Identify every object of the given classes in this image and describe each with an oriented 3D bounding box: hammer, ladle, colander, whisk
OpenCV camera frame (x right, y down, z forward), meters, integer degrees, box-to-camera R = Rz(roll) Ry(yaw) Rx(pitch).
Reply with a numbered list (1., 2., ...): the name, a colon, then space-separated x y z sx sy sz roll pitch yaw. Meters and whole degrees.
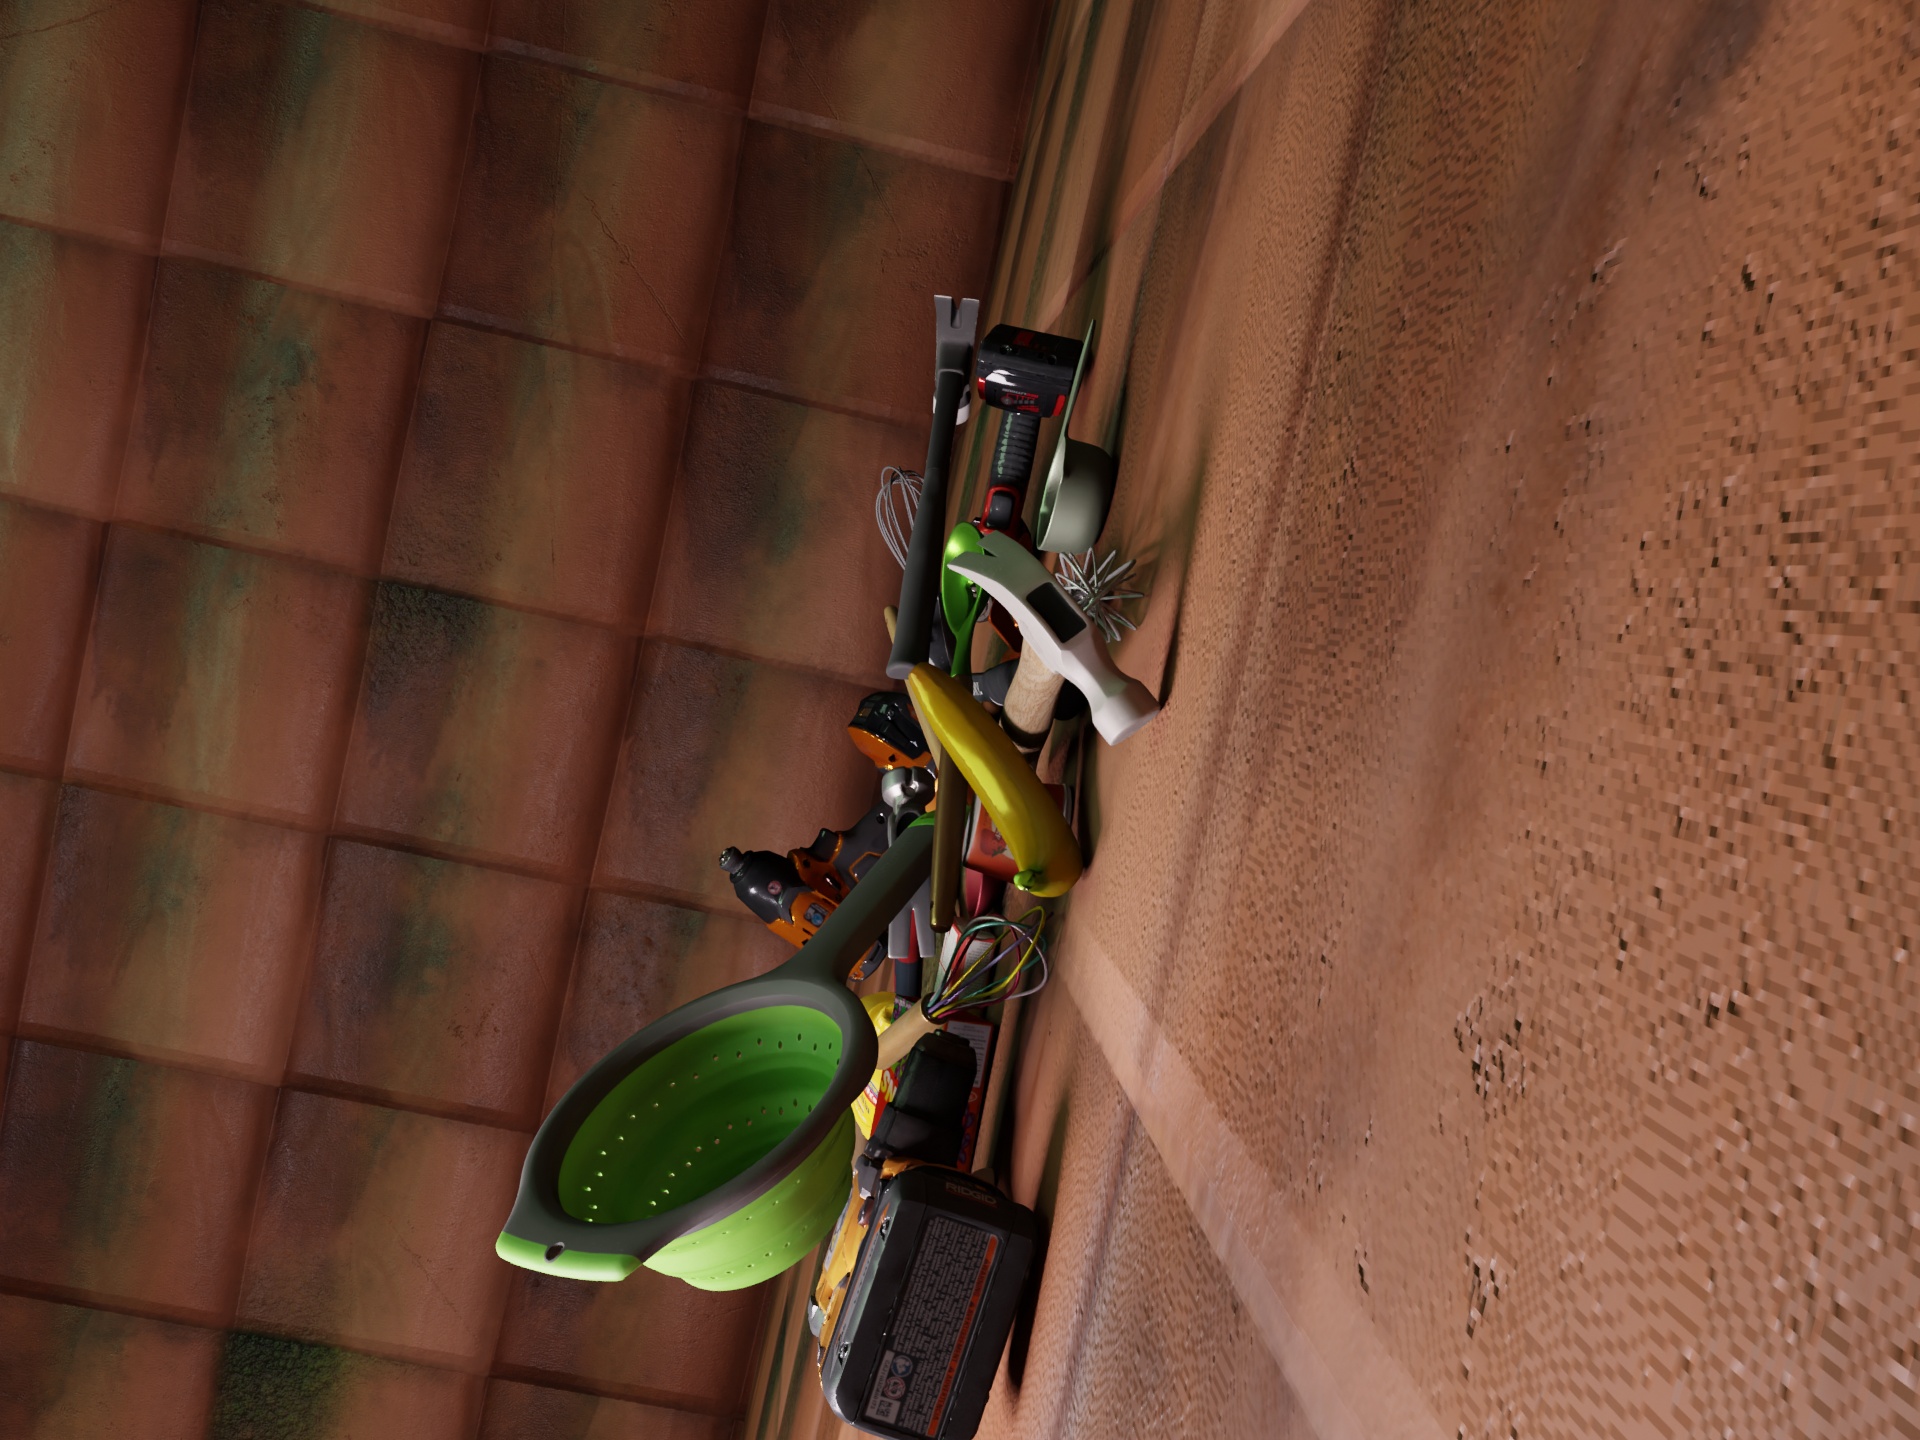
1. hammer: 0.023 -0.030 1.148 0.409 0.036 0.149 -179 67 -80
2. ladle: -0.017 0.021 1.231 0.069 0.031 0.316 105 154 -45
3. colander: -0.085 0.193 0.917 0.397 0.204 0.094 -48 -59 -43
4. whisk: -0.008 0.170 0.962 0.245 0.051 0.047 131 138 -52
5. whisk: -0.027 -0.102 1.348 0.055 0.055 0.238 -91 -12 -69
6. hammer: -0.041 0.193 1.253 0.386 0.038 0.143 94 175 -58
7. hammer: -0.020 -0.173 1.209 0.146 0.035 0.335 95 -178 -58
8. whisk: 0.070 -0.070 0.936 0.059 0.058 0.246 -43 2 1
9. hammer: 0.039 -0.012 0.901 0.031 0.130 0.331 -35 -10 -10

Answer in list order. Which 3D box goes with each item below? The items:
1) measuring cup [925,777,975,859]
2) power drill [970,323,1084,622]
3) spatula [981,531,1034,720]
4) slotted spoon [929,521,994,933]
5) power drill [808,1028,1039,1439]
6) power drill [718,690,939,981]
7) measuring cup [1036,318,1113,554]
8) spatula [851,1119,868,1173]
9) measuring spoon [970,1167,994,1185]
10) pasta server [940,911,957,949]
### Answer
1. measuring cup: -0.034 0.116 1.300 0.173 0.052 0.095 -56 3 13
2. power drill: 0.038 -0.198 1.313 0.188 0.080 0.226 -69 -9 -66
3. spatula: 0.030 -0.045 1.320 0.322 0.041 0.081 111 -178 -67
4. slotted spoon: -0.002 -0.003 1.010 0.070 0.031 0.314 124 157 -48
5. power drill: -0.021 0.264 0.846 0.226 0.084 0.185 148 141 -80
6. power drill: -0.092 0.088 1.358 0.226 0.164 0.084 -58 20 -10
7. measuring cup: 0.087 -0.190 1.068 0.083 0.038 0.168 124 160 -76
8. spatula: -0.075 0.394 1.313 0.082 0.044 0.318 109 169 -55
9. measuring spoon: 0.005 0.308 0.892 0.124 0.018 0.034 -83 8 -46
10. pasta server: -0.017 0.173 1.342 0.316 0.040 0.060 -109 15 -78
